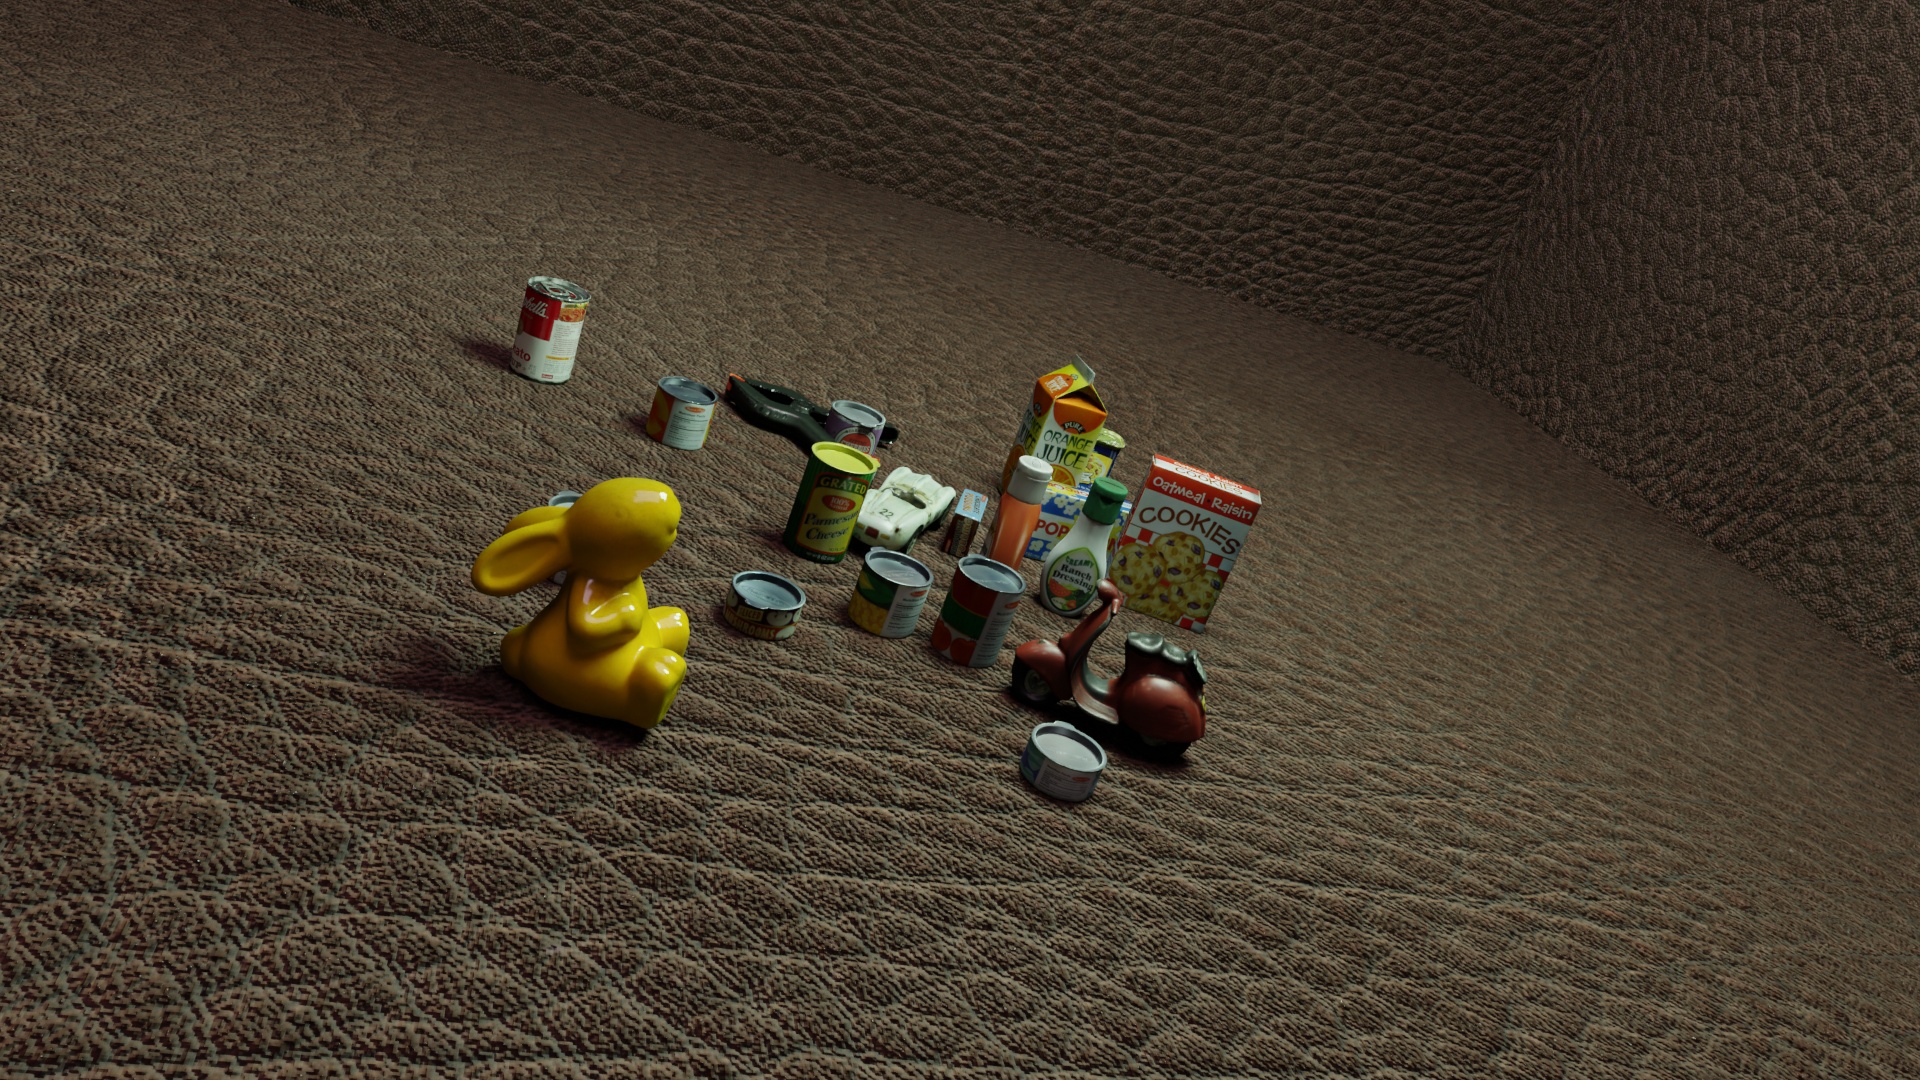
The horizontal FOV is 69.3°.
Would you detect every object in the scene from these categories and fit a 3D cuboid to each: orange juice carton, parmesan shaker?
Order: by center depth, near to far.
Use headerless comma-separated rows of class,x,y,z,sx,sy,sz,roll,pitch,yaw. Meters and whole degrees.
parmesan shaker,-0.127,-0.036,1.368,0.071,0.102,0.071,18,22,-7
orange juice carton,0.115,-0.125,1.667,0.073,0.191,0.072,13,23,-20

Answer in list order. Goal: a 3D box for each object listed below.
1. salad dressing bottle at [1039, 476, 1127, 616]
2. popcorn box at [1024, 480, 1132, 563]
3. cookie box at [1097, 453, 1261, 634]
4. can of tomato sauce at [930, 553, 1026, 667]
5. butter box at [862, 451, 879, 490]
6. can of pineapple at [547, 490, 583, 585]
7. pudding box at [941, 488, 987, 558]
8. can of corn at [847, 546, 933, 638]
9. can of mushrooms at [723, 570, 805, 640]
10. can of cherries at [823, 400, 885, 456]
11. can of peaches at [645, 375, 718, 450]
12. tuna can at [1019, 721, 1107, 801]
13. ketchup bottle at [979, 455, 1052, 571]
salad dressing bottle,0.129,0.006,1.435,0.064,0.147,0.044,21,22,0
popcorn box,0.125,-0.015,1.564,0.127,0.085,0.038,14,23,-16
cookie box,0.236,0.004,1.508,0.123,0.166,0.040,20,22,-3
can of tomato sauce,0.015,0.065,1.285,0.071,0.082,0.071,18,22,-7
butter box,-0.124,-0.058,1.488,0.024,0.053,0.104,26,23,13
can of pineapple,-0.322,0.000,1.174,0.071,0.057,0.071,18,22,-7
pudding box,0.005,-0.019,1.515,0.030,0.049,0.084,21,22,0
can of corn,-0.067,0.048,1.285,0.071,0.058,0.071,18,22,-7
can of mushrooms,-0.172,0.057,1.206,0.071,0.033,0.071,18,22,-7
can of cherries,-0.128,-0.124,1.629,0.071,0.058,0.072,18,22,-7
can of peaches,-0.303,-0.139,1.509,0.071,0.057,0.071,18,22,-7
tuna can,0.084,0.181,1.144,0.071,0.032,0.071,18,22,-7
ketchup bottle,0.052,-0.013,1.410,0.043,0.148,0.065,18,22,-6
